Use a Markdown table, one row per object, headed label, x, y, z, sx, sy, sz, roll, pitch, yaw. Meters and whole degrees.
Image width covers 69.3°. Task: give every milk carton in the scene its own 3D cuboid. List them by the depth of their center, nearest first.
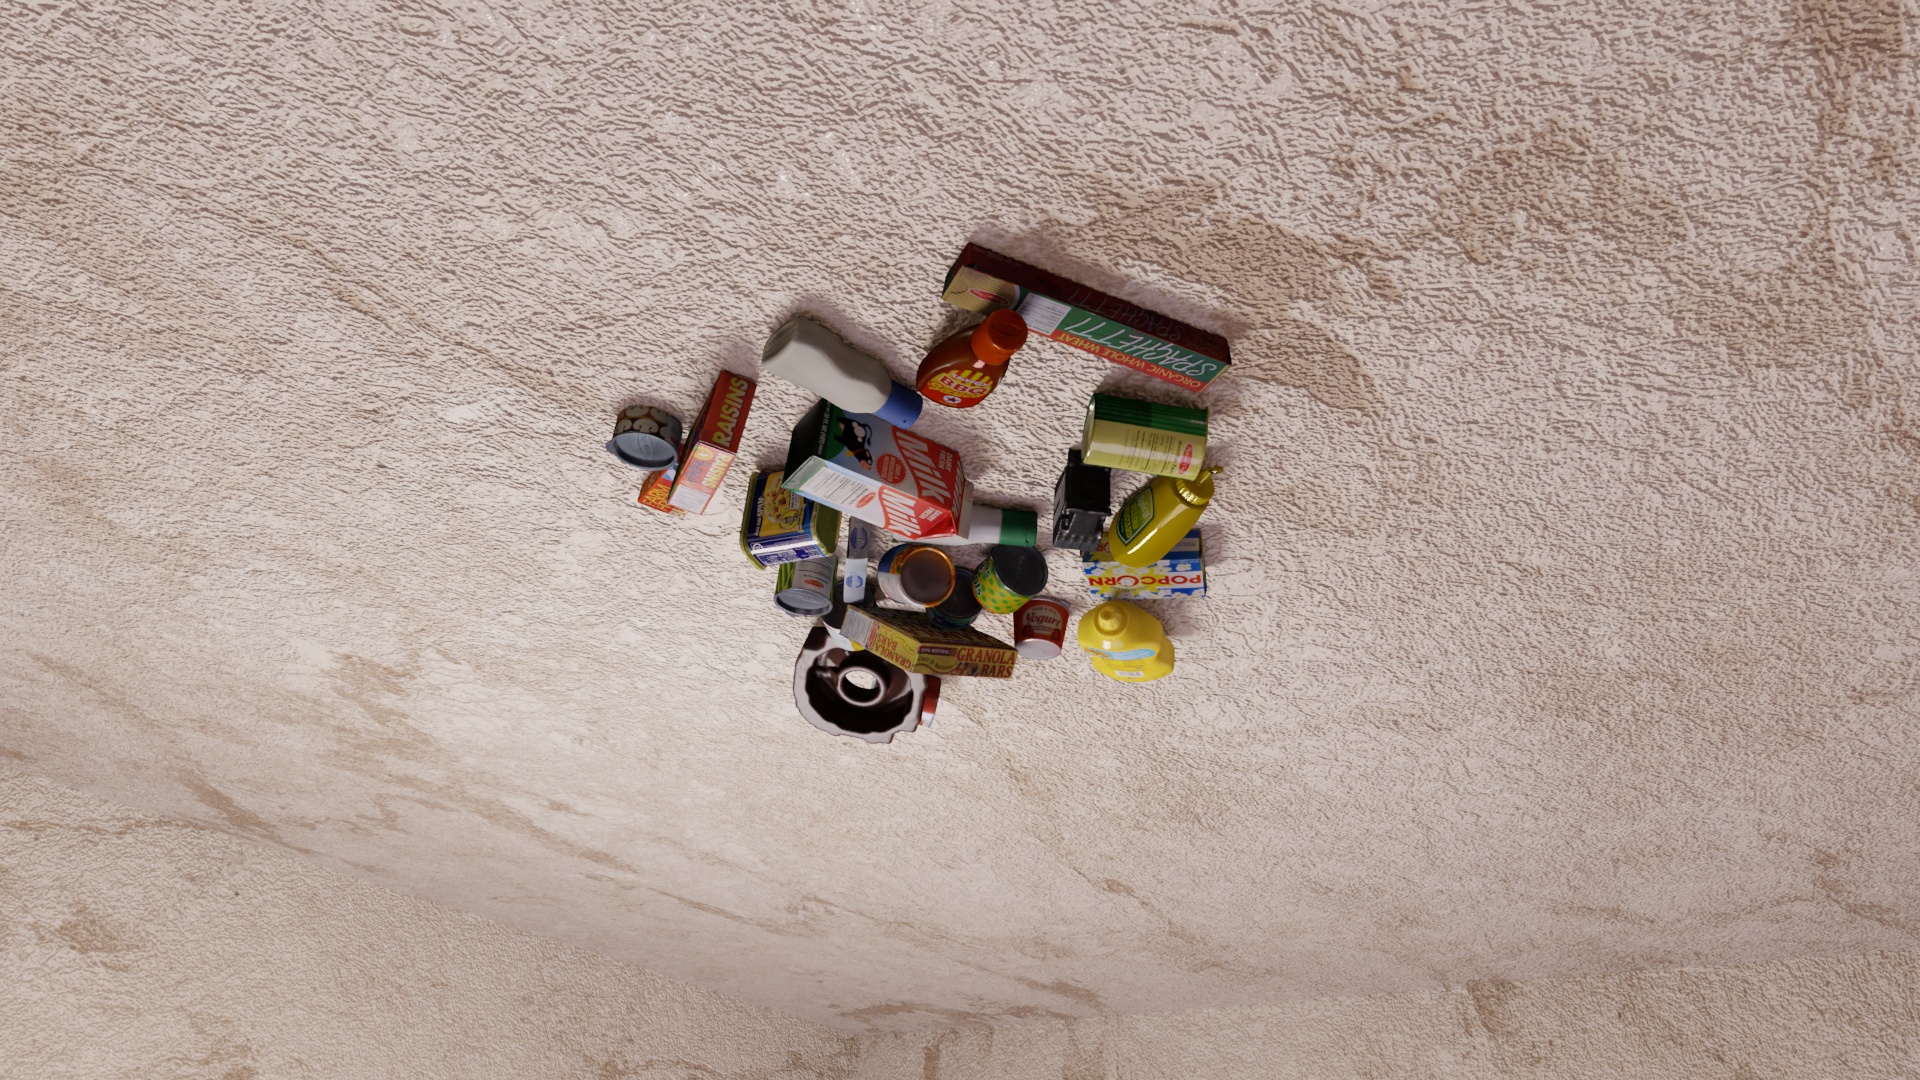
| label | x | y | z | sx | sy | sz | roll | pitch | yaw |
| --- | --- | --- | --- | --- | --- | --- | --- | --- | --- |
| milk carton | -0.069 | -0.061 | 1.349 | 0.190 | 0.073 | 0.073 | 22 | 145 | -24 |

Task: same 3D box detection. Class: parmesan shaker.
| label | x | y | z | sx | sy | sz | roll | pitch | yaw |
| --- | --- | --- | --- | --- | --- | --- | --- | --- | --- |
| parmesan shaker | 0.166 | -0.097 | 1.258 | 0.103 | 0.071 | 0.071 | 9 | 149 | -4 |

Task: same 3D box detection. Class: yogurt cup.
| label | x | y | z | sx | sy | sz | roll | pitch | yaw |
| --- | --- | --- | --- | --- | --- | --- | --- | --- | --- |
| yogurt cup | 0.092 | 0.104 | 1.615 | 0.072 | 0.054 | 0.072 | 5 | 150 | 3 |

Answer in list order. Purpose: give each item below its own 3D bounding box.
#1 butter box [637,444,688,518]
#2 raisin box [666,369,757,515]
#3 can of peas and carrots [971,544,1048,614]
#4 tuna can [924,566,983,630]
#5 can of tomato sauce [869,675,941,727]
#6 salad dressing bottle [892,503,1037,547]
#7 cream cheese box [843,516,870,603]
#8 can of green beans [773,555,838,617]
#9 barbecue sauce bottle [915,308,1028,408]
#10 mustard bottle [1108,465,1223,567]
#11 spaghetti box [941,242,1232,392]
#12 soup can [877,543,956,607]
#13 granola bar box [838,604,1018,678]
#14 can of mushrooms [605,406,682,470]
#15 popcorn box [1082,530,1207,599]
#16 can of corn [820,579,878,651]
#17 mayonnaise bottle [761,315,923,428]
| label | x | y | z | sx | sy | sz | roll | pitch | yaw |
| --- | --- | --- | --- | --- | --- | --- | --- | --- | --- |
| butter box | -0.290 | -0.060 | 1.435 | 0.053 | 0.024 | 0.103 | 22 | 146 | -26 |
| raisin box | -0.236 | -0.092 | 1.313 | 0.040 | 0.086 | 0.122 | 22 | 146 | -16 |
| can of peas and carrots | 0.051 | 0.039 | 1.503 | 0.071 | 0.071 | 0.058 | 18 | 147 | -20 |
| tuna can | -0.009 | 0.064 | 1.555 | 0.071 | 0.071 | 0.032 | 10 | 149 | -8 |
| can of tomato sauce | -0.073 | 0.198 | 1.788 | 0.083 | 0.071 | 0.070 | 14 | 148 | -7 |
| salad dressing bottle | 0.005 | -0.018 | 1.438 | 0.148 | 0.044 | 0.064 | 5 | 154 | -1 |
| cream cheese box | -0.113 | 0.022 | 1.513 | 0.024 | 0.053 | 0.103 | 4 | 150 | -5 |
| can of green beans | -0.173 | 0.045 | 1.559 | 0.071 | 0.058 | 0.071 | 4 | 149 | 3 |
| barbecue sauce bottle | 0.013 | -0.154 | 1.172 | 0.065 | 0.044 | 0.148 | 14 | 164 | -17 |
| mustard bottle | 0.205 | -0.033 | 1.363 | 0.049 | 0.065 | 0.159 | 14 | 143 | -24 |
| spaghetti box | 0.108 | -0.183 | 1.158 | 0.250 | 0.029 | 0.050 | 17 | 148 | -18 |
| soup can | -0.045 | 0.035 | 1.485 | 0.071 | 0.071 | 0.083 | 16 | 175 | -17 |
| granola bar box | -0.034 | 0.114 | 1.563 | 0.124 | 0.039 | 0.166 | 24 | -170 | 42 |
| can of mushrooms | -0.310 | -0.100 | 1.363 | 0.071 | 0.033 | 0.070 | 4 | 150 | 3 |
| popcorn box | 0.197 | 0.027 | 1.484 | 0.127 | 0.038 | 0.085 | -2 | 149 | 12 |
| can of corn | -0.124 | 0.086 | 1.613 | 0.071 | 0.071 | 0.058 | 0 | 149 | 10 |
| mayonnaise bottle | -0.102 | -0.146 | 1.244 | 0.148 | 0.041 | 0.064 | 26 | 145 | -32 |
